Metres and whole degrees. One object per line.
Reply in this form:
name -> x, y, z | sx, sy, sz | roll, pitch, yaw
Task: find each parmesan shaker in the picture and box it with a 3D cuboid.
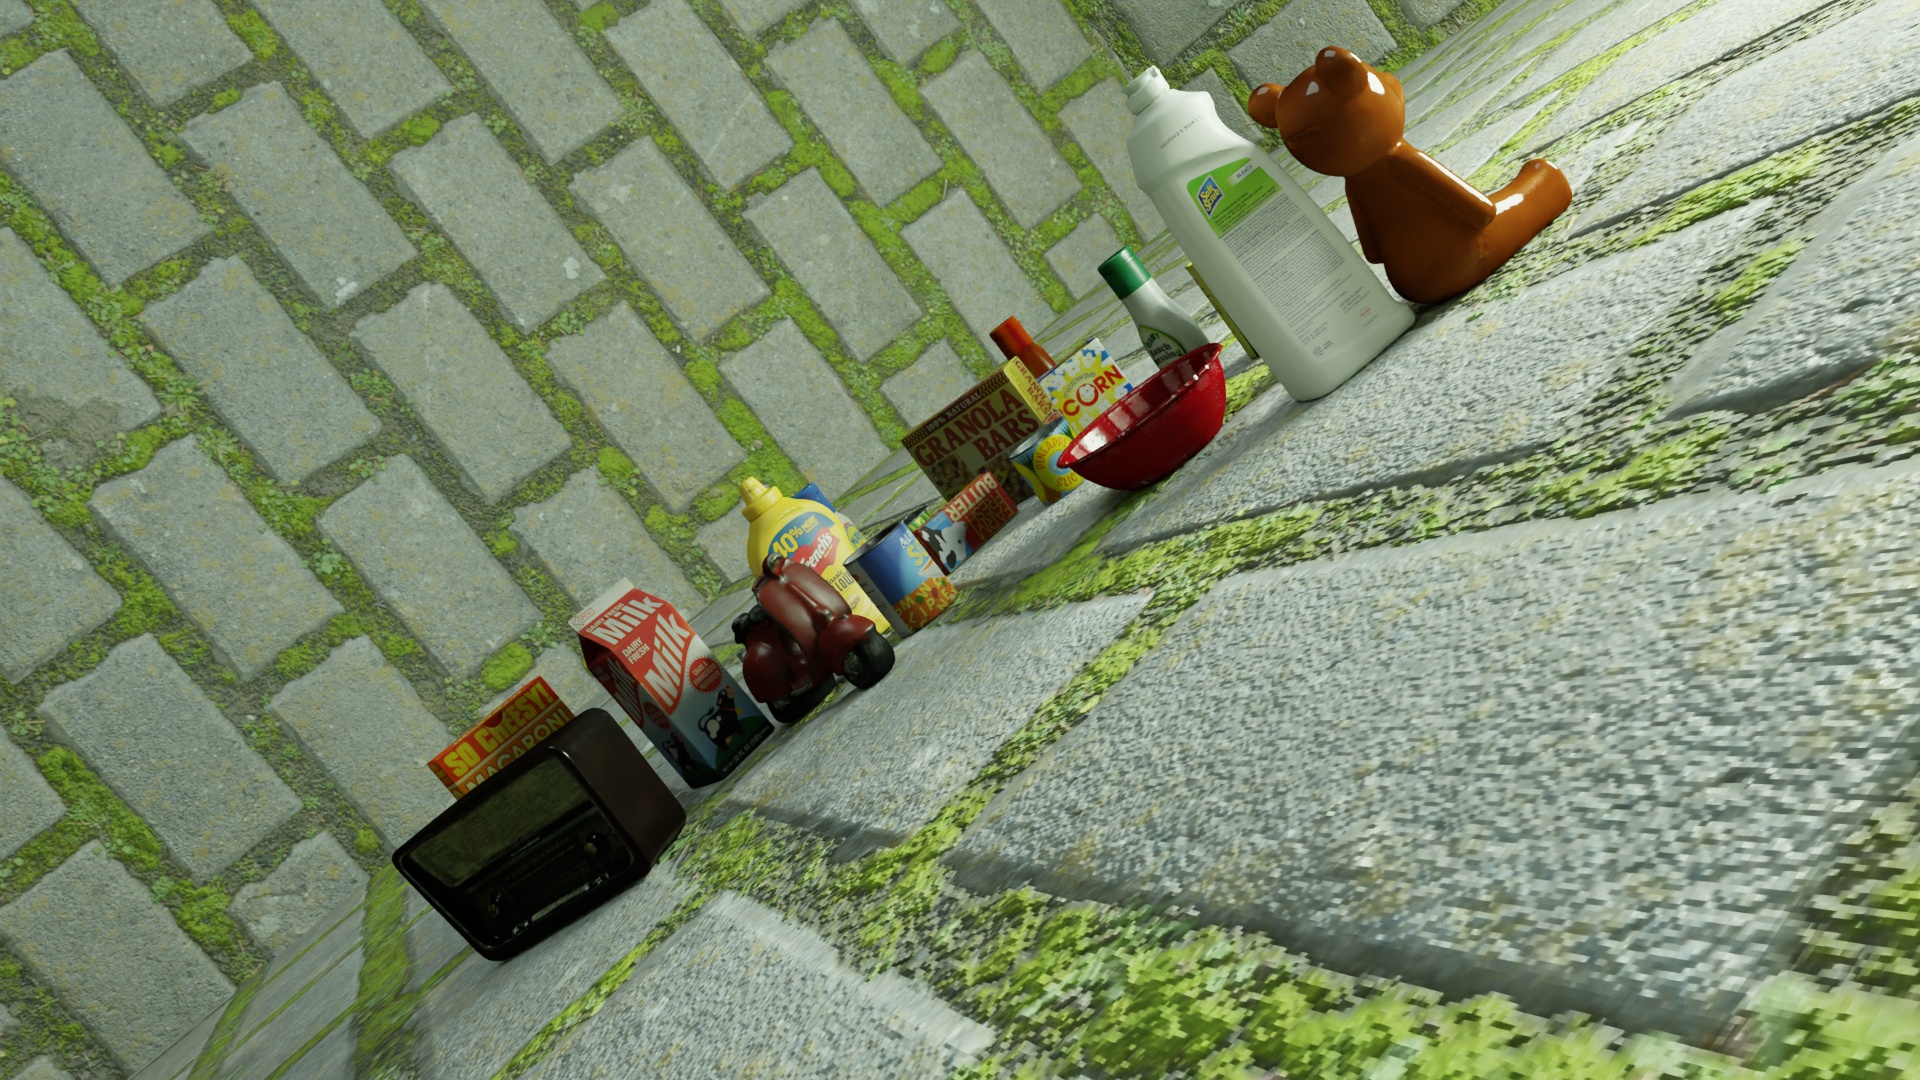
parmesan shaker -> 0.259, -0.224, 1.247 | 0.071, 0.103, 0.071 | -37, 8, 6

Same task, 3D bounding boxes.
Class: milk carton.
milk carton -> -0.263, 0.125, 1.242 | 0.073, 0.190, 0.073 | -44, 10, -36

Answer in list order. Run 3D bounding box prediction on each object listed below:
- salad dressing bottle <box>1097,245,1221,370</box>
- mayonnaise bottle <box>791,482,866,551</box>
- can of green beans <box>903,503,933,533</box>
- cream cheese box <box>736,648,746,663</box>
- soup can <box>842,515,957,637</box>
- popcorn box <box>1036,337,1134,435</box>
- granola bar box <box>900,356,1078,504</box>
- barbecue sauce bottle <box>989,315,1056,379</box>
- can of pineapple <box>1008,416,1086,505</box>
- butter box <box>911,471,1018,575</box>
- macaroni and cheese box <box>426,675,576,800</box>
salad dressing bottle -> 0.186, -0.208, 1.310 | 0.044, 0.147, 0.064 | -41, 9, -22
mayonnaise bottle -> -0.116, 0.010, 1.393 | 0.041, 0.148, 0.065 | -35, 9, 20
can of green beans -> -0.043, 0.007, 1.418 | 0.071, 0.058, 0.071 | -37, 8, 6
cream cheese box -> -0.177, 0.107, 1.451 | 0.104, 0.053, 0.024 | -42, 9, -25
soup can -> -0.050, 0.032, 1.223 | 0.071, 0.083, 0.071 | -37, 8, 6
popcorn box -> 0.117, -0.144, 1.469 | 0.127, 0.085, 0.038 | -38, 8, 0
granola bar box -> 0.034, -0.097, 1.425 | 0.165, 0.124, 0.039 | -30, 11, 42
barbecue sauce bottle -> 0.092, -0.190, 1.604 | 0.044, 0.148, 0.065 | -40, 8, -12
can of pineapple -> 0.088, -0.075, 1.308 | 0.071, 0.058, 0.071 | -37, 8, 6
butter box -> 0.005, -0.017, 1.362 | 0.104, 0.053, 0.024 | -42, 9, -26
macaroni and cheese box -> -0.385, 0.227, 1.282 | 0.124, 0.166, 0.040 | -43, 10, -34
